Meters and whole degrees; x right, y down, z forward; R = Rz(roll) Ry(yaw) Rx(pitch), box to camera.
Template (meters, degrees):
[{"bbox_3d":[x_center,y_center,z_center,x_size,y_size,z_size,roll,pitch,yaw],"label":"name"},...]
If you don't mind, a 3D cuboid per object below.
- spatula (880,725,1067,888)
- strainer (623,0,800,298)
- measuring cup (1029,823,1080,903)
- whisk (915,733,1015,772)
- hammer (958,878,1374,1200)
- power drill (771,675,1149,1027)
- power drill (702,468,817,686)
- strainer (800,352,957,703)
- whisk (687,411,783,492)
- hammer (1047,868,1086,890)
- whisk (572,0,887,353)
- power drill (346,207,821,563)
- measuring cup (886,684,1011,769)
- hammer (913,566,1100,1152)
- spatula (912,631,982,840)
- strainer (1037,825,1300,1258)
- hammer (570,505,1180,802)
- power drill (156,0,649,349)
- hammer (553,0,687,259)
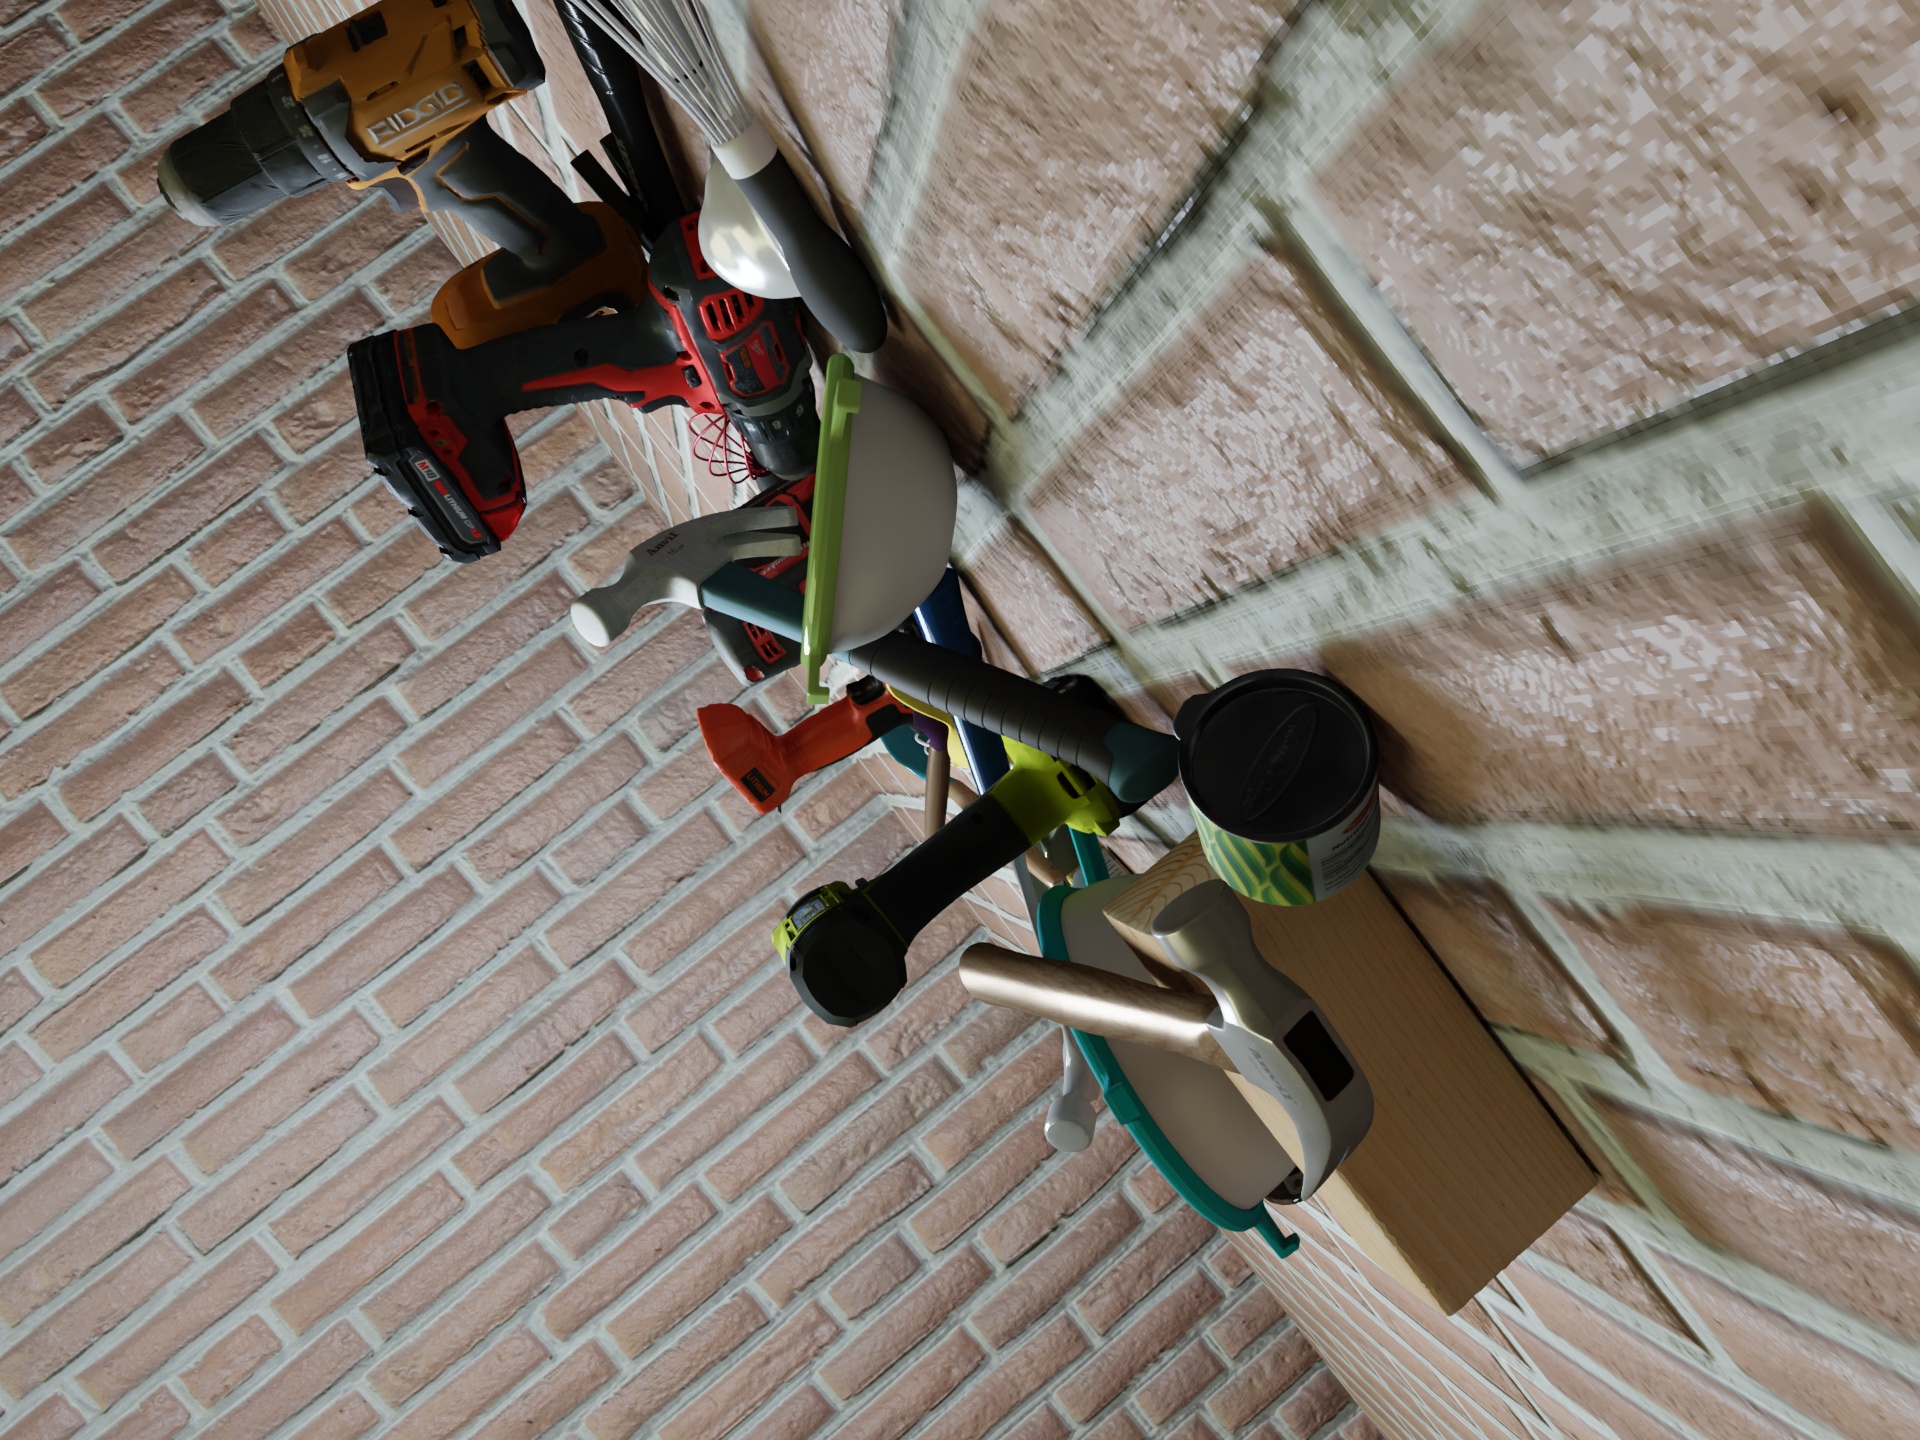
[{"bbox_3d":[0.008,0.053,1.261,0.082,0.044,0.318,8,-164,-29],"label":"spatula"},{"bbox_3d":[-0.115,-0.264,0.674,0.087,0.050,0.258,-115,-1,-45],"label":"strainer"},{"bbox_3d":[0.079,0.085,1.188,0.167,0.038,0.083,102,153,-57],"label":"measuring cup"},{"bbox_3d":[0.030,0.031,1.170,0.246,0.059,0.057,-152,52,-64],"label":"whisk"},{"bbox_3d":[0.067,0.124,0.682,0.130,0.031,0.331,54,163,-8],"label":"hammer"},{"bbox_3d":[-0.006,0.073,0.894,0.080,0.223,0.171,53,172,-7],"label":"power drill"},{"bbox_3d":[-0.099,-0.098,1.018,0.078,0.143,0.220,59,177,-20],"label":"power drill"},{"bbox_3d":[-0.040,-0.116,0.813,0.256,0.069,0.151,-97,13,-68],"label":"strainer"},{"bbox_3d":[-0.147,-0.191,1.154,0.073,0.073,0.296,51,179,2],"label":"whisk"},{"bbox_3d":[0.169,0.226,1.076,0.336,0.034,0.127,43,-159,-38],"label":"hammer"},{"bbox_3d":[-0.100,-0.248,0.612,0.070,0.070,0.284,44,174,47],"label":"whisk"},{"bbox_3d":[-0.185,-0.165,0.854,0.187,0.226,0.080,71,179,-62],"label":"power drill"},{"bbox_3d":[-0.002,-0.003,1.038,0.029,0.062,0.156,29,179,31],"label":"measuring cup"},{"bbox_3d":[0.037,0.086,1.046,0.144,0.035,0.405,-67,-35,-57],"label":"hammer"},{"bbox_3d":[-0.014,0.026,1.149,0.018,0.060,0.315,47,158,21],"label":"spatula"},{"bbox_3d":[0.127,0.121,0.918,0.210,0.095,0.341,45,-161,-37],"label":"strainer"},{"bbox_3d":[-0.039,-0.033,0.824,0.331,0.128,0.033,23,139,25],"label":"hammer"},{"bbox_3d":[-0.269,-0.255,0.812,0.084,0.185,0.226,63,-179,27],"label":"power drill"},{"bbox_3d":[-0.172,-0.314,0.784,0.146,0.035,0.334,49,172,12],"label":"hammer"}]
